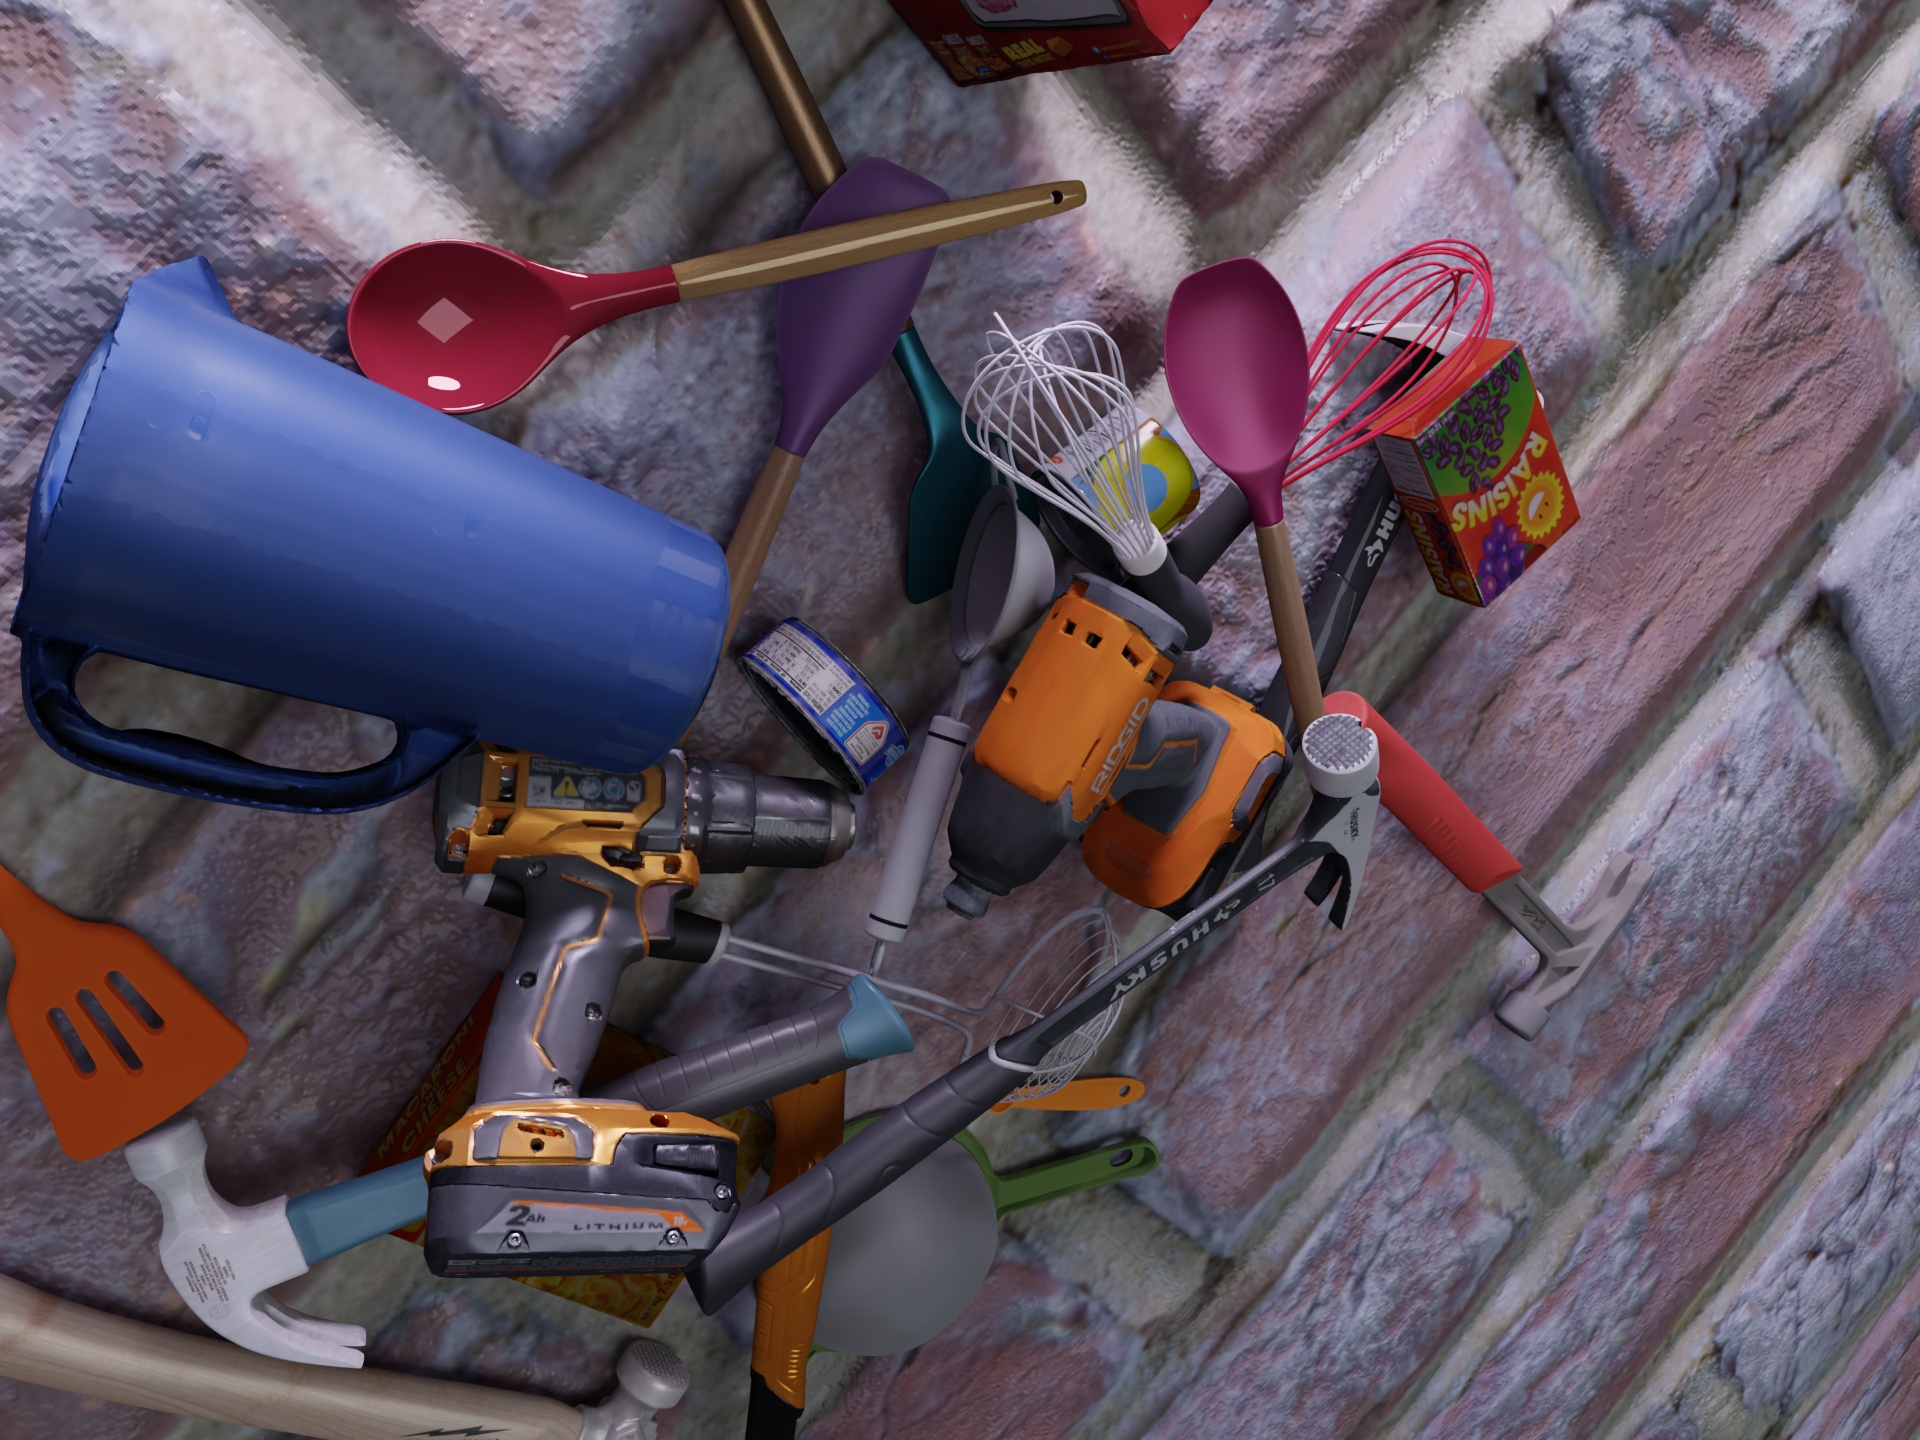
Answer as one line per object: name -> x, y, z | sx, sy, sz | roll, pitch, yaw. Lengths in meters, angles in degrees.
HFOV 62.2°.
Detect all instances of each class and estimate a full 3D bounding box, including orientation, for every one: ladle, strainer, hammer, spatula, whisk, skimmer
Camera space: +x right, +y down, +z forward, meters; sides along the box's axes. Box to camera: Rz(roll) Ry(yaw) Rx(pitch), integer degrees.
ladle -> -0.095, -0.191, 0.668 | 0.315, 0.031, 0.069 | -16, 108, -11
strainer -> 0.013, 0.288, 0.893 | 0.256, 0.069, 0.151 | -9, 110, -24
strainer -> -0.001, -0.002, 0.750 | 0.050, 0.087, 0.258 | 18, 89, -18
hammer -> -0.329, 0.316, 0.735 | 0.410, 0.038, 0.146 | 31, 92, -32
hammer -> 0.210, -0.066, 0.905 | 0.146, 0.035, 0.335 | 22, 95, -33
spatula -> -0.045, -0.201, 0.728 | 0.082, 0.044, 0.317 | -33, 114, -15
spatula -> -0.090, -0.100, 0.722 | 0.059, 0.018, 0.316 | 21, 102, -14
hammer -> 0.324, 0.075, 0.993 | 0.358, 0.037, 0.149 | 39, 86, -39
spatula -> -0.398, 0.030, 0.599 | 0.081, 0.041, 0.322 | -34, 118, -14
hammer -> -0.083, 0.320, 0.811 | 0.127, 0.034, 0.337 | 5, 102, -10
hammer -> 0.042, 0.154, 0.773 | 0.409, 0.036, 0.149 | -34, 143, -10
whisk -> 0.071, -0.092, 0.709 | 0.070, 0.070, 0.284 | -53, 151, -4
hammer -> -0.180, 0.185, 0.713 | 0.331, 0.033, 0.128 | -18, 103, -14
skimmer -> -0.071, 0.115, 0.814 | 0.363, 0.090, 0.127 | 20, 108, -22
whisk -> 0.162, -0.129, 0.822 | 0.296, 0.073, 0.073 | -46, 123, 10

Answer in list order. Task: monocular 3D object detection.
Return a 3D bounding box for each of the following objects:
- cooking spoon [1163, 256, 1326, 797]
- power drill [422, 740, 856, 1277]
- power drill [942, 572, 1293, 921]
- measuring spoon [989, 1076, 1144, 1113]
cooking spoon -> 0.161, -0.079, 0.810 | 0.069, 0.017, 0.318 | -19, 119, 0
power drill -> -0.134, 0.113, 0.678 | 0.185, 0.084, 0.226 | 5, 63, -18
power drill -> 0.075, 0.035, 0.787 | 0.164, 0.084, 0.226 | -60, 149, 1
measuring spoon -> 0.062, 0.218, 0.934 | 0.116, 0.011, 0.021 | 6, 105, -34
